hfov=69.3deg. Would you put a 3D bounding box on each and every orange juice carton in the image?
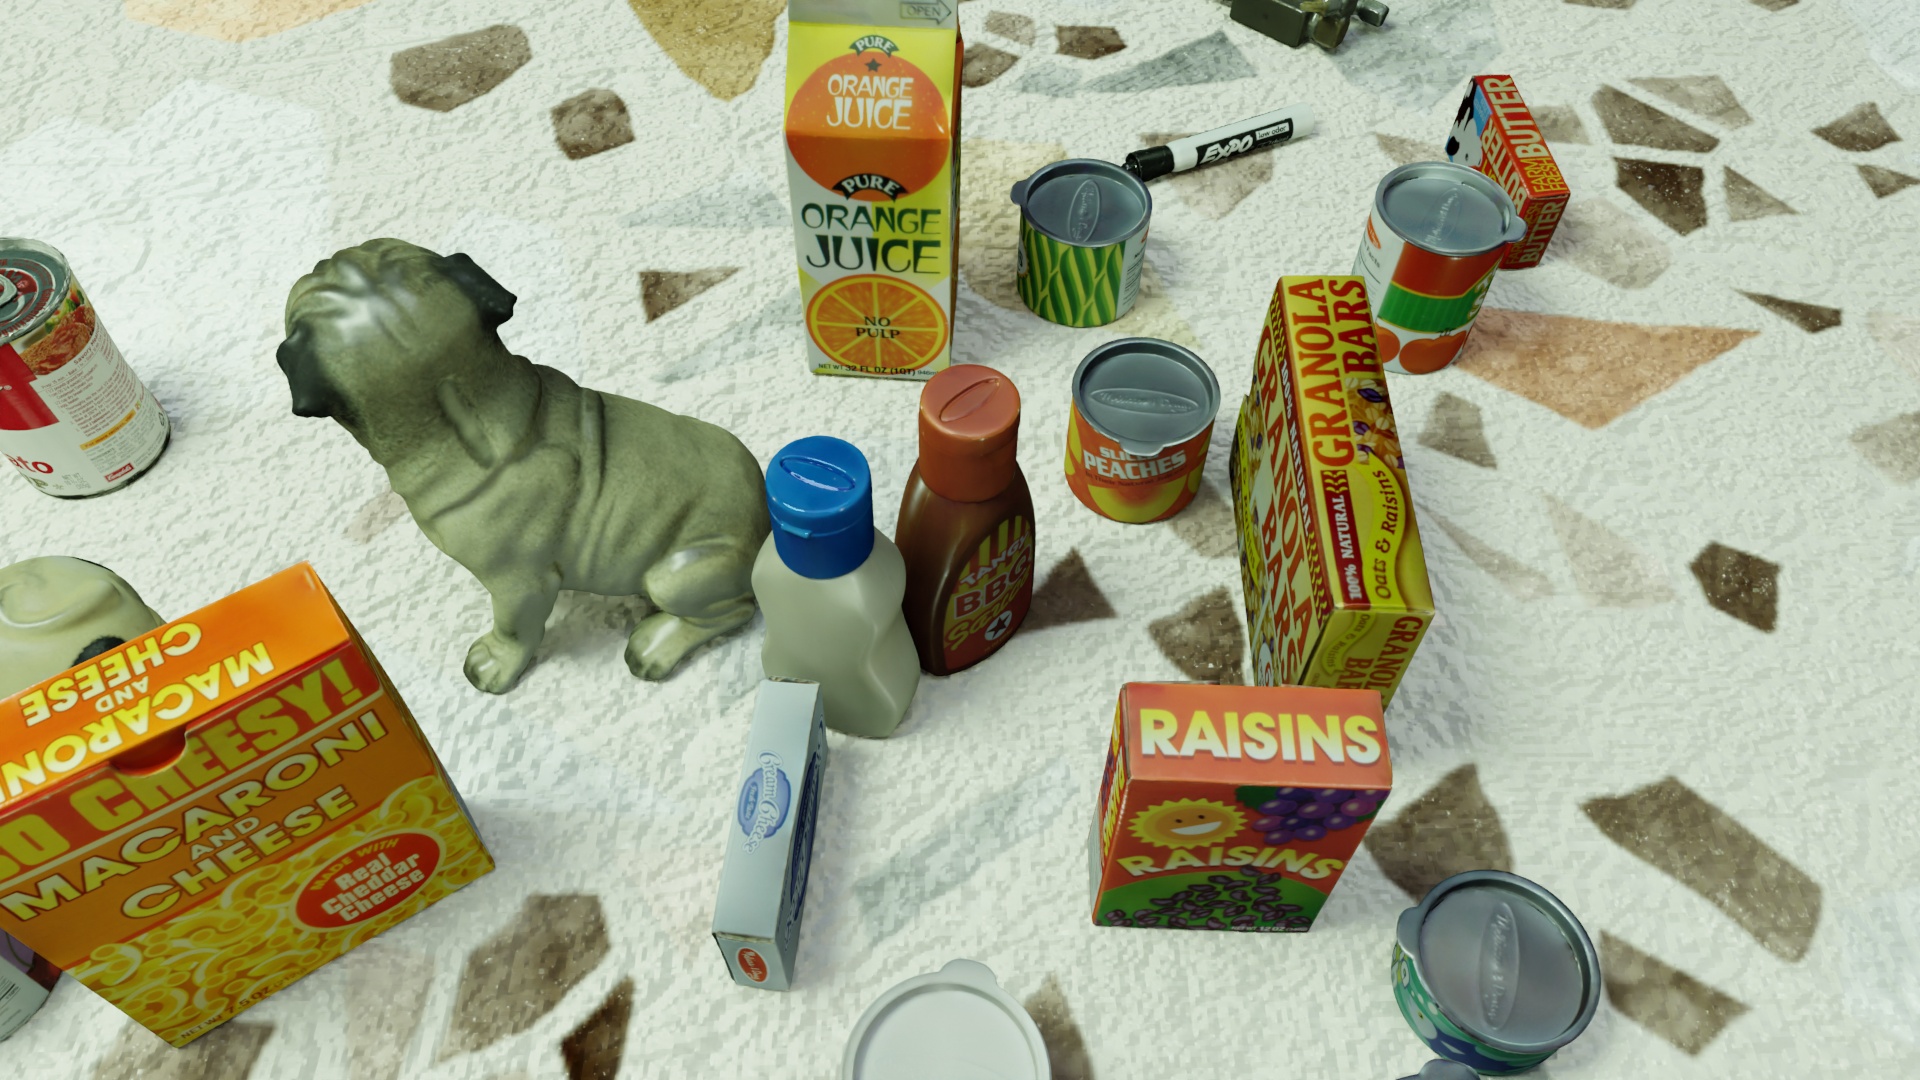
[{"bbox_3d":[-0.037,-0.164,0.636,0.072,0.191,0.073,4,54,2],"label":"orange juice carton"}]

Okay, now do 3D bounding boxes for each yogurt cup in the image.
[{"bbox_3d":[-0.005,0.186,0.464,0.072,0.053,0.073,1,54,-1],"label":"yogurt cup"}]

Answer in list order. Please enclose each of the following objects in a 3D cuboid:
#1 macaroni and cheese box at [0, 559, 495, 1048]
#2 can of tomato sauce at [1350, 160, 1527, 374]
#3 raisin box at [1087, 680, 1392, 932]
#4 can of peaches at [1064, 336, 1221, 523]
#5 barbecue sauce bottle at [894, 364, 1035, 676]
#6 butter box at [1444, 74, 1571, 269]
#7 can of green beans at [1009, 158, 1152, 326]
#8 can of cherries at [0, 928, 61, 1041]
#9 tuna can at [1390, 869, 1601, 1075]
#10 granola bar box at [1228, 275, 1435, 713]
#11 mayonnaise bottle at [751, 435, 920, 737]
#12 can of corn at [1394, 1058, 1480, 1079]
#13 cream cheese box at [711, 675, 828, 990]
[{"bbox_3d":[-0.238,0.093,0.458,0.124,0.165,0.040,-29,59,-20],"label":"macaroni and cheese box"},{"bbox_3d":[0.230,-0.133,0.686,0.071,0.082,0.071,1,54,-1],"label":"can of tomato sauce"},{"bbox_3d":[0.093,0.096,0.489,0.086,0.122,0.040,2,54,1],"label":"raisin box"},{"bbox_3d":[0.081,-0.048,0.636,0.071,0.057,0.071,1,54,-1],"label":"can of peaches"},{"bbox_3d":[0.002,-0.007,0.548,0.065,0.147,0.044,-37,62,-24],"label":"barbecue sauce bottle"},{"bbox_3d":[0.296,-0.201,0.756,0.024,0.052,0.104,-3,54,-3],"label":"butter box"},{"bbox_3d":[0.062,-0.152,0.712,0.071,0.057,0.071,1,54,-1],"label":"can of green beans"},{"bbox_3d":[-0.363,0.140,0.488,0.071,0.058,0.072,1,54,-1],"label":"can of cherries"},{"bbox_3d":[0.190,0.156,0.503,0.071,0.032,0.071,1,54,-1],"label":"tuna can"},{"bbox_3d":[0.144,-0.007,0.566,0.039,0.123,0.166,2,54,0],"label":"granola bar box"},{"bbox_3d":[-0.048,0.020,0.527,0.065,0.147,0.041,19,56,13],"label":"mayonnaise bottle"},{"bbox_3d":[0.149,0.211,0.446,0.071,0.058,0.071,1,54,-1],"label":"can of corn"},{"bbox_3d":[-0.069,0.109,0.520,0.024,0.053,0.104,4,54,2],"label":"cream cheese box"}]
